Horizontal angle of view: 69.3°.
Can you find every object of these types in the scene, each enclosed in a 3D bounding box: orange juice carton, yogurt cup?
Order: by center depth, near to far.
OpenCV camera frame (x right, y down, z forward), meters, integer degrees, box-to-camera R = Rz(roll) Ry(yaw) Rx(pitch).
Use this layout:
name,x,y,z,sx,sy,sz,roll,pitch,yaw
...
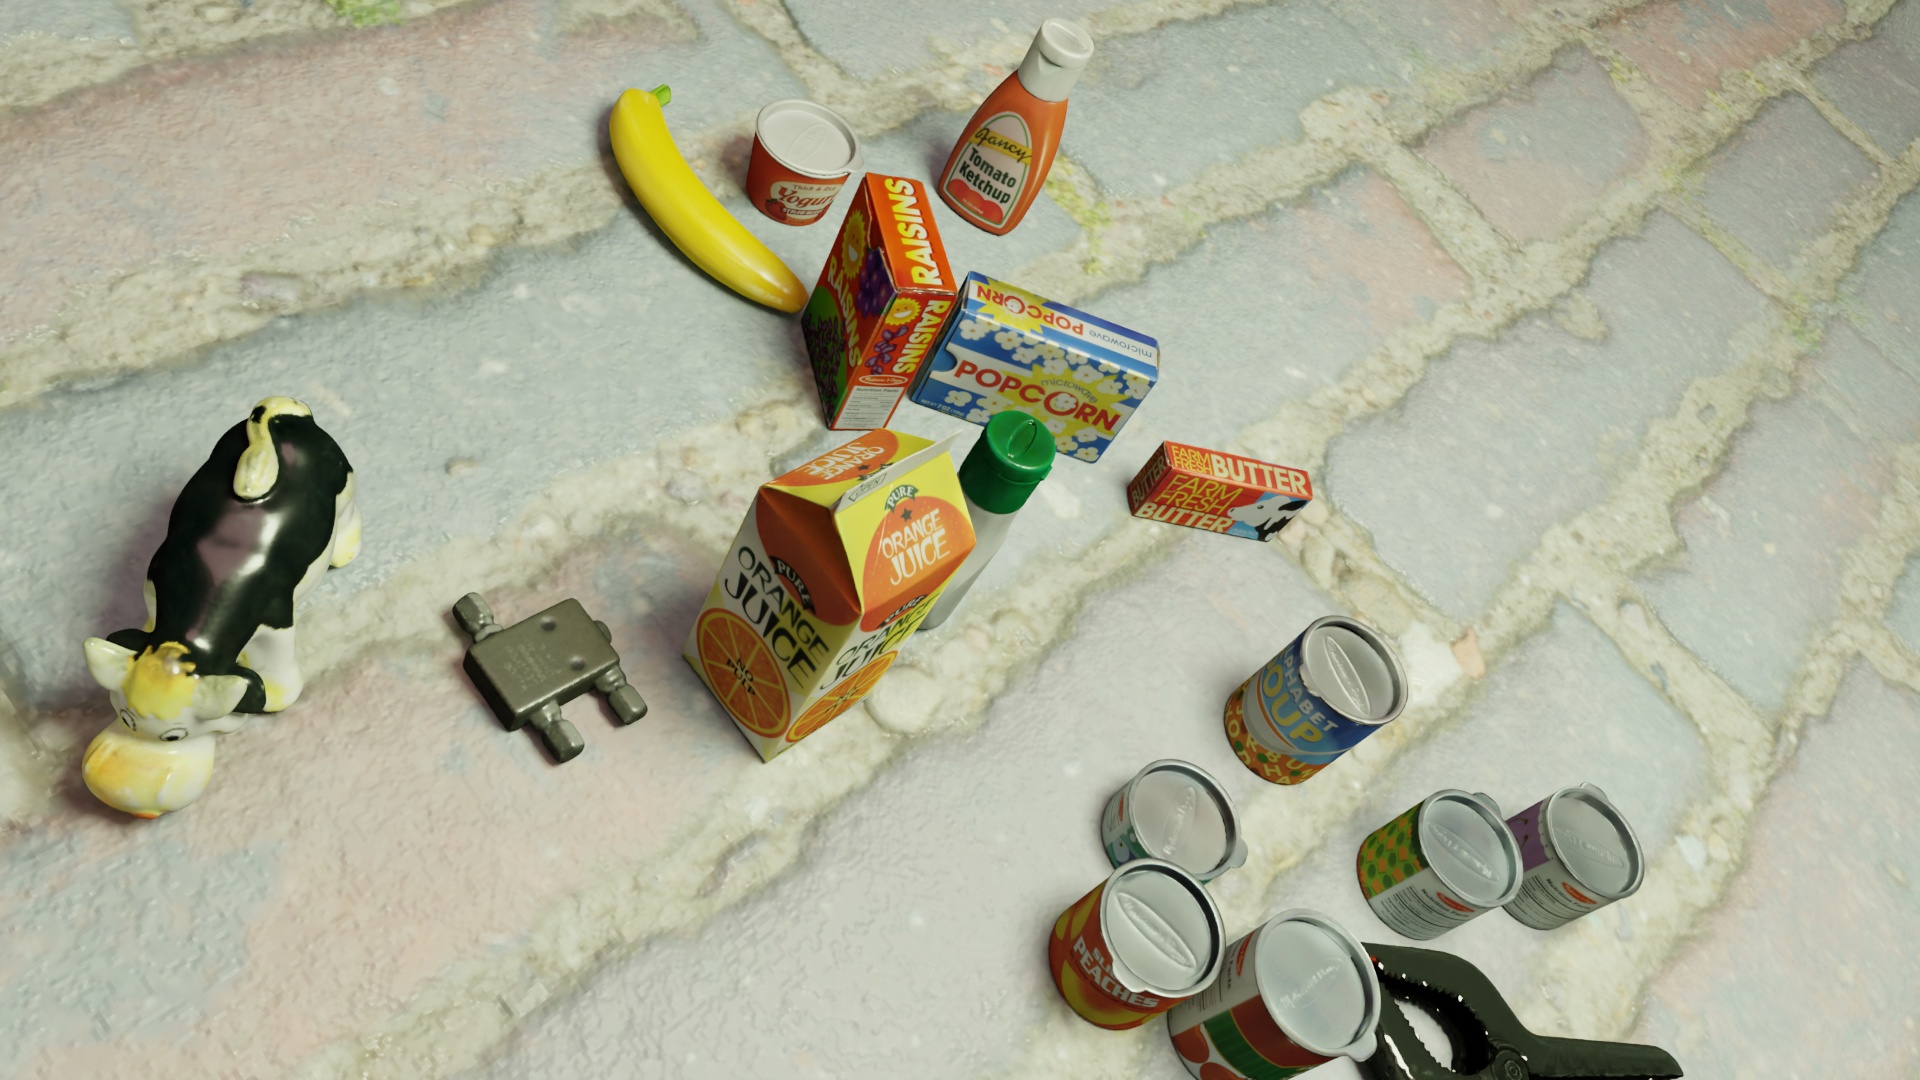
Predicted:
name,x,y,z,sx,sy,sz,roll,pitch,yaw
orange juice carton,-0.057,0.018,0.629,0.072,0.191,0.073,-30,74,-38
yogurt cup,-0.103,-0.237,0.880,0.072,0.053,0.073,13,53,-18

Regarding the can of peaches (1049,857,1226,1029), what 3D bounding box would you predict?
name,x,y,z,sx,sy,sz,roll,pitch,yaw
can of peaches,0.082,0.194,0.661,0.071,0.057,0.071,13,53,-18

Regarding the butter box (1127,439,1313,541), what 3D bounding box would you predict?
name,x,y,z,sx,sy,sz,roll,pitch,yaw
butter box,0.161,-0.030,0.862,0.103,0.052,0.024,11,54,-19

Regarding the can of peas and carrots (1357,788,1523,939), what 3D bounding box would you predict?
name,x,y,z,sx,sy,sz,roll,pitch,yaw
can of peas and carrots,0.262,0.176,0.762,0.071,0.058,0.071,13,53,-18

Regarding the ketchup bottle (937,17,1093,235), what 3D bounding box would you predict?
name,x,y,z,sx,sy,sz,roll,pitch,yaw
ketchup bottle,0.039,-0.272,0.912,0.065,0.148,0.044,35,49,0

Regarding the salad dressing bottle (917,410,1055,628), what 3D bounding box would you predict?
name,x,y,z,sx,sy,sz,roll,pitch,yaw
salad dressing bottle,0.003,-0.009,0.707,0.044,0.147,0.064,35,49,0

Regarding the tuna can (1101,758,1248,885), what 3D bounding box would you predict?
name,x,y,z,sx,sy,sz,roll,pitch,yaw
tuna can,0.111,0.152,0.722,0.071,0.032,0.071,13,53,-18

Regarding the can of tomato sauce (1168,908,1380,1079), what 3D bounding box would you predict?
name,x,y,z,sx,sy,sz,roll,pitch,yaw
can of tomato sauce,0.148,0.222,0.657,0.071,0.082,0.071,13,53,-18

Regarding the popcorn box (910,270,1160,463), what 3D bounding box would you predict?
name,x,y,z,sx,sy,sz,roll,pitch,yaw
popcorn box,0.045,-0.102,0.835,0.127,0.084,0.038,18,51,-14

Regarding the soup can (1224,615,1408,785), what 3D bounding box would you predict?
name,x,y,z,sx,sy,sz,roll,pitch,yaw
soup can,0.194,0.090,0.773,0.071,0.083,0.072,13,53,-18

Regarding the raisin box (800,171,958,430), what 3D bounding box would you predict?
name,x,y,z,sx,sy,sz,roll,pitch,yaw
raisin box,-0.049,-0.132,0.786,0.040,0.122,0.086,0,57,-26

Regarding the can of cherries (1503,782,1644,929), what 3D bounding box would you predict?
name,x,y,z,sx,sy,sz,roll,pitch,yaw
can of cherries,0.346,0.181,0.799,0.071,0.058,0.072,13,53,-18
